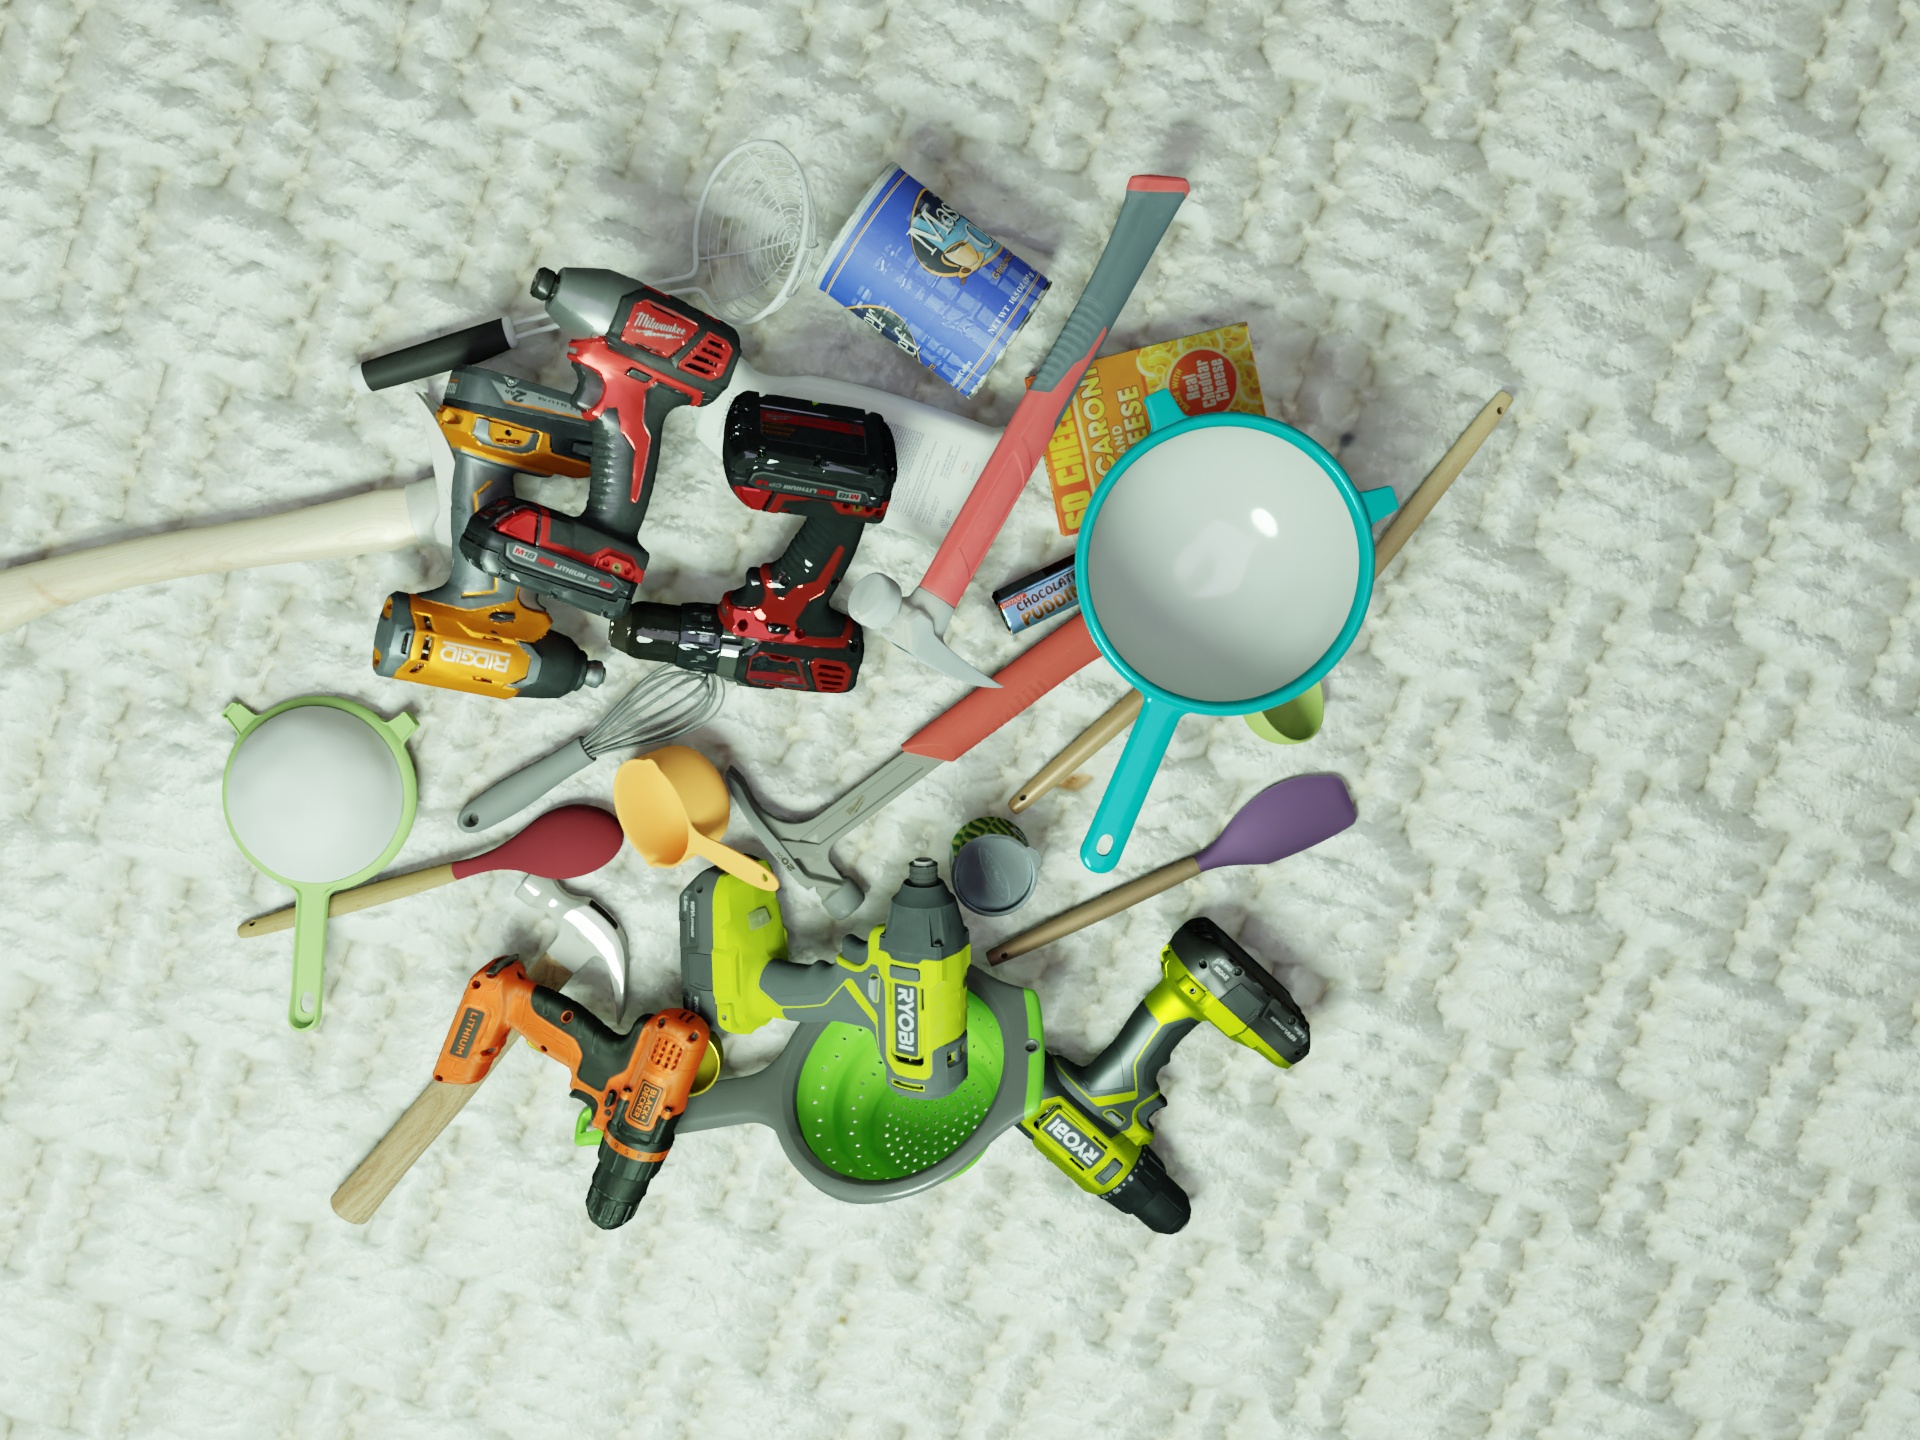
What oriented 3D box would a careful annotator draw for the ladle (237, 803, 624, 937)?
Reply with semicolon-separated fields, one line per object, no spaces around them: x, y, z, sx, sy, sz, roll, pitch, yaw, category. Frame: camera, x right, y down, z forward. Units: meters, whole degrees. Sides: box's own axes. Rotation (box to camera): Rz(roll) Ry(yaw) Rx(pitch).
-0.414;0.123;1.231;0.315;0.069;0.031;-16;139;6;ladle

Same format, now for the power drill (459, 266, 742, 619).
-0.250;-0.192;1.075;0.143;0.079;0.219;21;93;-30;power drill

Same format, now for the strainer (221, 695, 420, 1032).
-0.494;0.109;1.188;0.151;0.069;0.256;3;90;2;strainer

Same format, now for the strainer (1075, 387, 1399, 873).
0.158;-0.053;1.151;0.211;0.095;0.340;22;96;-5;strainer

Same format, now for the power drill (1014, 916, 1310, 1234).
0.167;0.289;1.271;0.190;0.080;0.228;43;99;-9;power drill

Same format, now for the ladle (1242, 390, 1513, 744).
0.322;-0.117;1.211;0.078;0.062;0.320;36;95;-22;ladle

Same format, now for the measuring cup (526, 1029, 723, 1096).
-0.260;0.255;1.243;0.156;0.029;0.062;7;103;7;measuring cup

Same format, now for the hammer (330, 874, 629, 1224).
-0.386;0.275;1.266;0.130;0.031;0.331;40;97;-8;hammer

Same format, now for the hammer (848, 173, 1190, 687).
0.065;-0.210;1.132;0.143;0.038;0.386;32;87;-43;hammer

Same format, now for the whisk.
-0.285;0.025;1.218;0.239;0.055;0.055;-30;101;8;whisk

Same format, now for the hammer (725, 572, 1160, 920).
-0.002;-0.004;1.225;0.359;0.037;0.149;-37;100;6;hammer

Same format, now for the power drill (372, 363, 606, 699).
-0.317;-0.126;1.148;0.164;0.084;0.226;13;95;-29;power drill

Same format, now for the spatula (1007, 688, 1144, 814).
0.154;-0.036;1.223;0.317;0.044;0.082;-42;70;8;spatula

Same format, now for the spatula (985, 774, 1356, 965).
0.165;0.123;1.267;0.316;0.018;0.059;-25;100;1;spatula

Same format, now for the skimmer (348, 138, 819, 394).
-0.273;-0.307;1.129;0.363;0.090;0.127;-16;77;2;skimmer

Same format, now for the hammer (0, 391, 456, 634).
-0.565;-0.134;1.178;0.410;0.038;0.146;-11;100;0;hammer

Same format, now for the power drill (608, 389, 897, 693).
-0.147;-0.116;1.133;0.188;0.080;0.226;7;132;-13;power drill

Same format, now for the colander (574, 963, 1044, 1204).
-0.111;0.308;1.252;0.397;0.205;0.094;-13;137;16;colander

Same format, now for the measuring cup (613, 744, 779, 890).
-0.183;0.078;1.185;0.174;0.052;0.095;25;124;30;measuring cup

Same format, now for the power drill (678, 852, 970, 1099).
-0.097;0.174;1.181;0.223;0.080;0.171;6;103;29;power drill
